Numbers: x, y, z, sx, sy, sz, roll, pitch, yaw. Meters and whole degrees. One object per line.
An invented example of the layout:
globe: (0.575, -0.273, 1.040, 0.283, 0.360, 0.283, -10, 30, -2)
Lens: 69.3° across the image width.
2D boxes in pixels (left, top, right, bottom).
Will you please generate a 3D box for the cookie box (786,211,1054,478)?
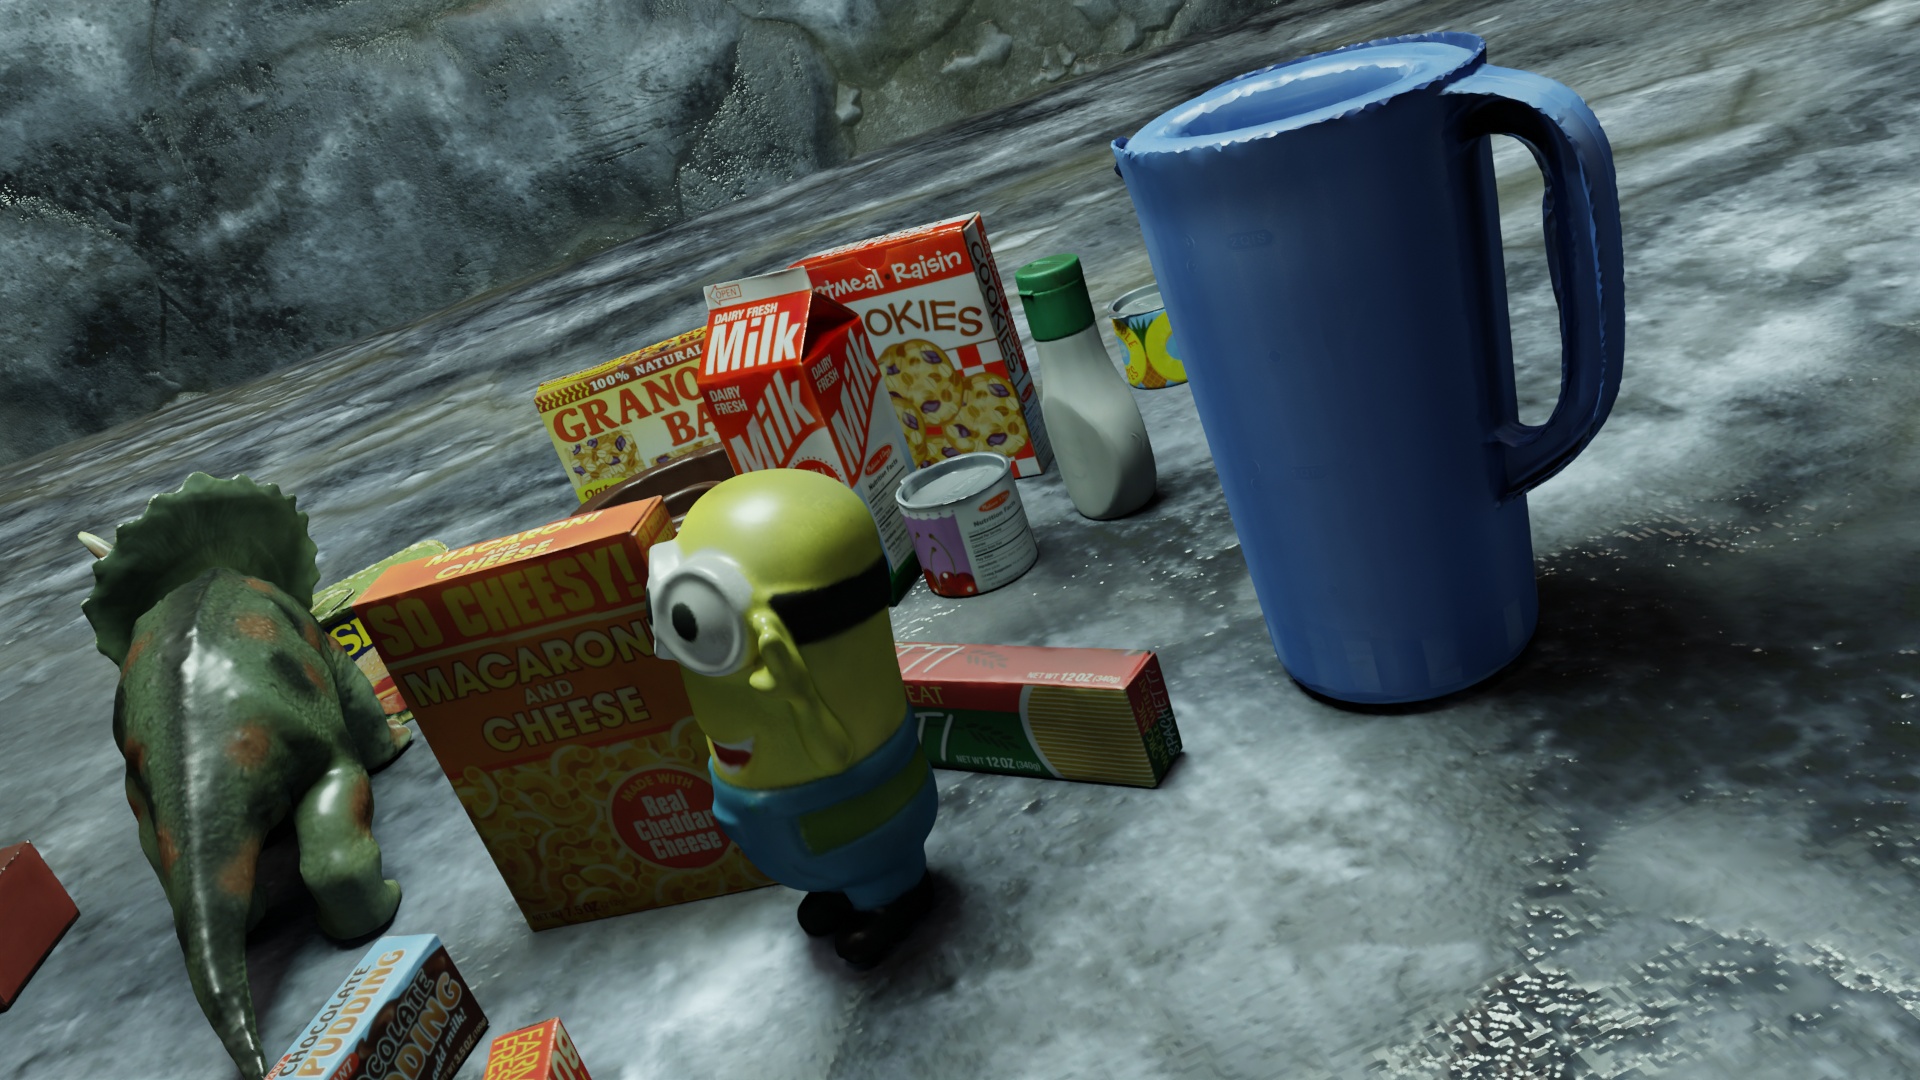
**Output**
cookie box: (-0.024, -0.113, 0.886, 0.123, 0.166, 0.040, -9, 25, 23)

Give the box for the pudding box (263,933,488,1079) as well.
pudding box: (-0.215, 0.190, 0.507, 0.030, 0.049, 0.084, -10, 24, 20)

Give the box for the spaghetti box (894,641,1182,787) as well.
spaghetti box: (-0.023, 0.073, 0.621, 0.250, 0.050, 0.029, -1, 29, 36)

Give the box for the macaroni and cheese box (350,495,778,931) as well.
macaroni and cheese box: (-0.150, 0.074, 0.567, 0.123, 0.165, 0.040, -14, 23, 12)

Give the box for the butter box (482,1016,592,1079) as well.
butter box: (-0.127, 0.198, 0.416, 0.024, 0.053, 0.104, -20, 23, -1)

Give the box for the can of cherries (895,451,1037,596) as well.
can of cherries: (0.003, -0.010, 0.774, 0.071, 0.058, 0.072, -16, 23, 7)

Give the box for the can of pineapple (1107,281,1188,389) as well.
can of pineapple: (0.140, -0.144, 0.969, 0.071, 0.057, 0.071, -16, 23, 7)

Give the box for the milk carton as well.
milk carton: (-0.083, -0.059, 0.782, 0.072, 0.189, 0.074, -6, 26, 29)

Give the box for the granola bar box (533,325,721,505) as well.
granola bar box: (-0.206, -0.081, 1.012, 0.166, 0.123, 0.039, -20, 23, -1)

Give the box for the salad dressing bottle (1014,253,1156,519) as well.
salad dressing bottle: (0.069, -0.086, 0.779, 0.044, 0.147, 0.064, -31, 25, -26)
